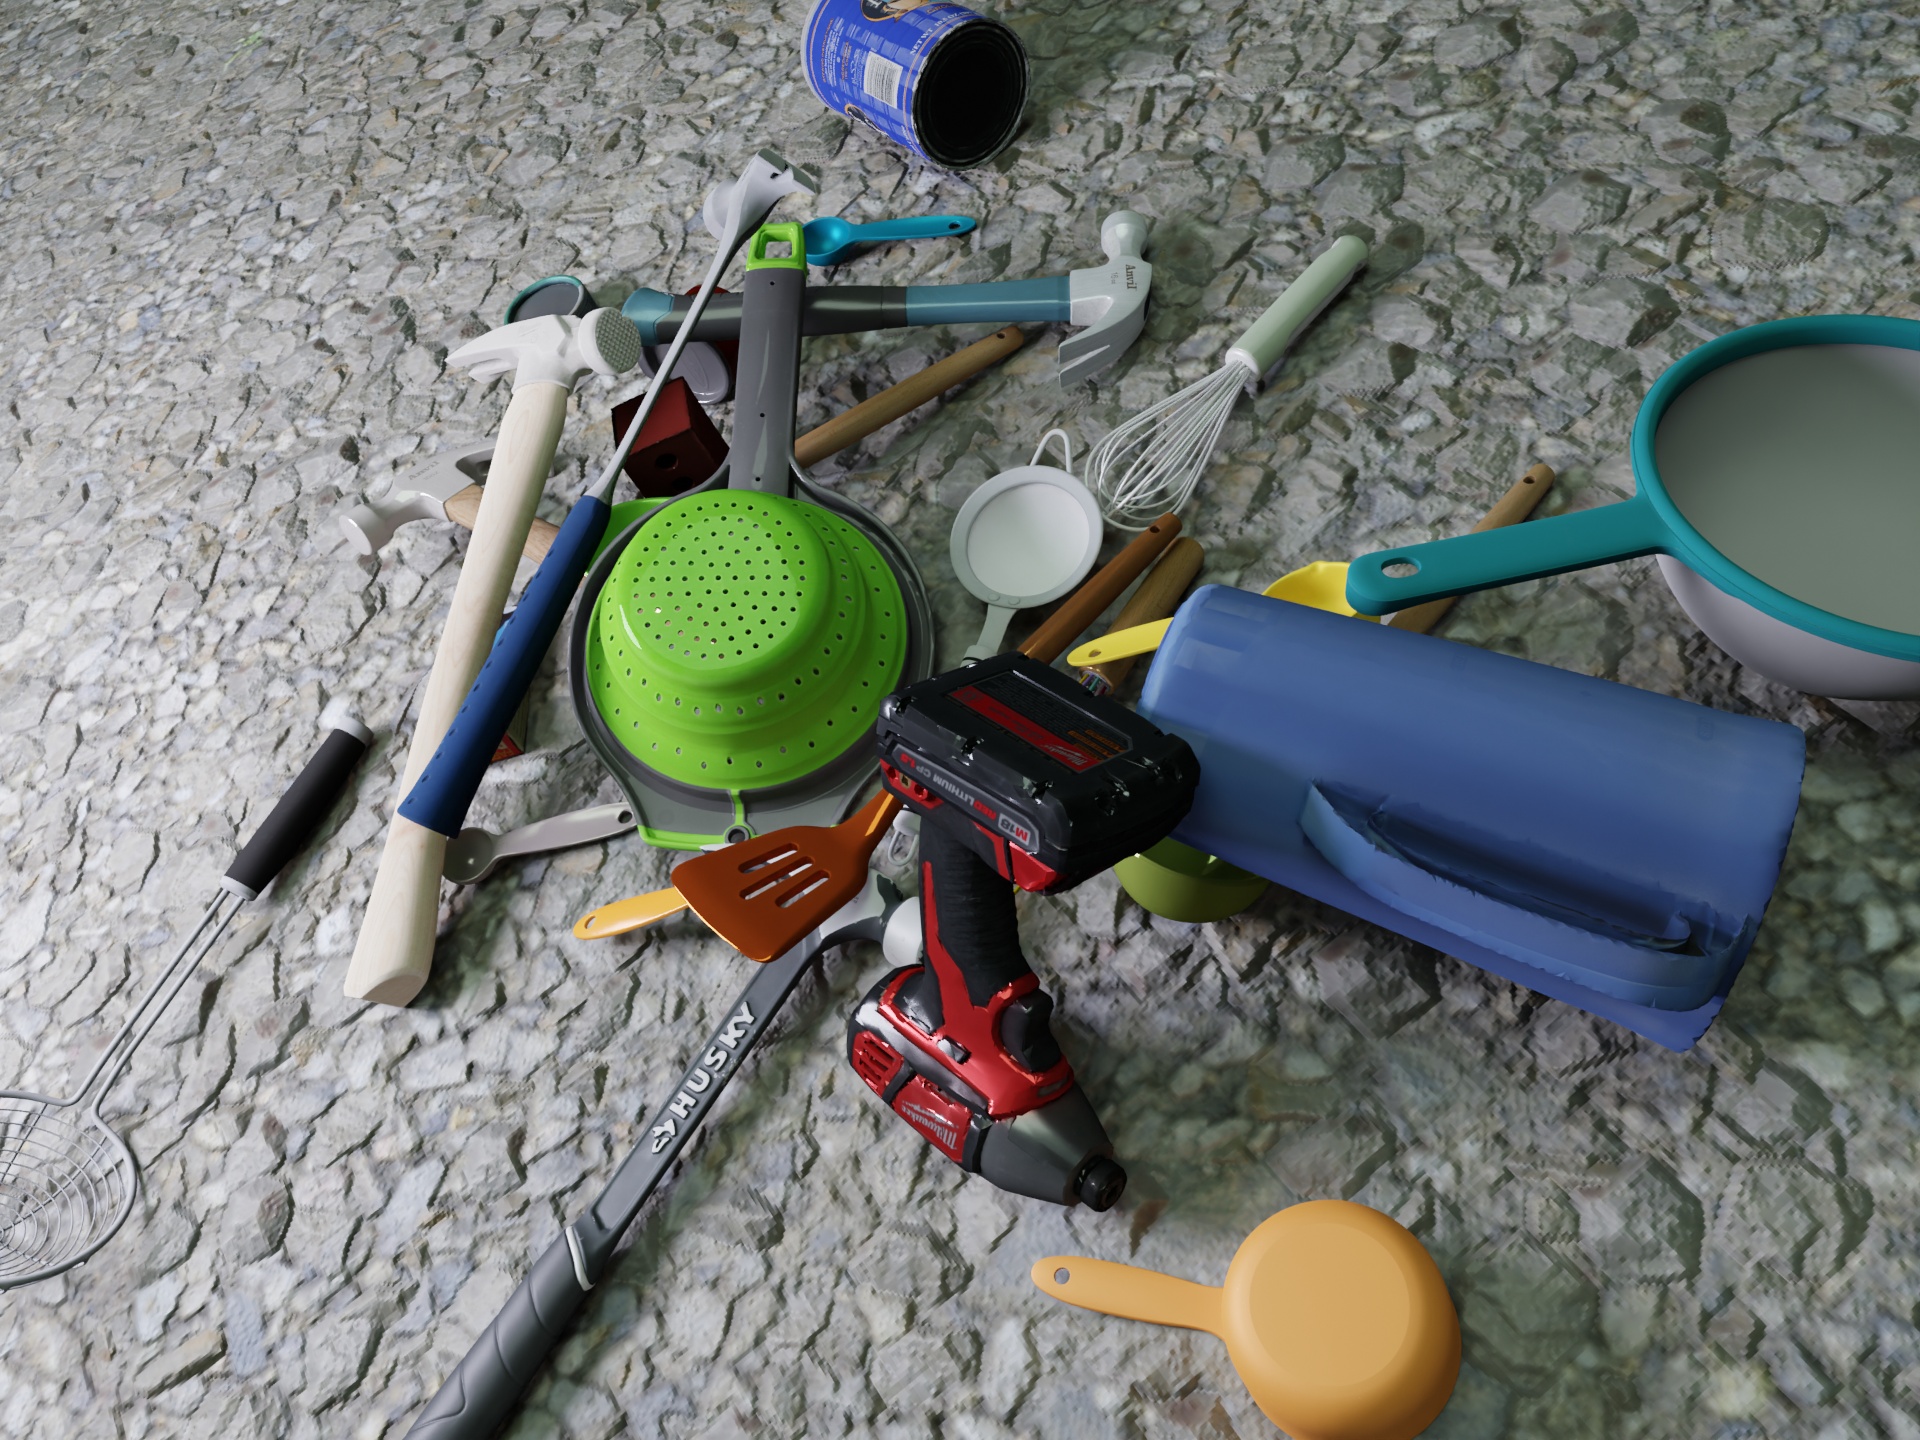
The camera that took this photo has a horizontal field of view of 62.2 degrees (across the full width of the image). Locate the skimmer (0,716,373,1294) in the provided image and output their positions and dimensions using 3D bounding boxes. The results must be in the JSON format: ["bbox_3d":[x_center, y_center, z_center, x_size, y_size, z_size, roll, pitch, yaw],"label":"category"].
[{"bbox_3d":[-0.440,0.136,0.876,0.127,0.090,0.363,28,63,0],"label":"skimmer"}]

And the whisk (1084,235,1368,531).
[{"bbox_3d":[0.157,-0.197,0.908,0.059,0.057,0.246,42,73,2],"label":"whisk"}]

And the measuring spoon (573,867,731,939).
[{"bbox_3d":[-0.160,0.093,0.808,0.117,0.011,0.021,-19,42,34],"label":"measuring spoon"}]

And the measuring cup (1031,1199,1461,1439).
[{"bbox_3d":[0.104,0.226,0.621,0.174,0.052,0.095,4,58,21],"label":"measuring cup"}]

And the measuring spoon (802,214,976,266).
[{"bbox_3d":[-0.051,-0.332,1.102,0.128,0.021,0.042,-2,55,9],"label":"measuring spoon"}]

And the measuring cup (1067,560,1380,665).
[{"bbox_3d":[0.128,-0.038,0.776,0.156,0.029,0.062,-12,34,26],"label":"measuring cup"}]

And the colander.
[{"bbox_3d":[-0.117,-0.130,0.869,0.204,0.094,0.397,0,69,4],"label":"colander"}]

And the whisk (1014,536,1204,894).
[{"bbox_3d":[0.060,-0.001,0.812,0.047,0.051,0.245,31,66,13],"label":"whisk"}]

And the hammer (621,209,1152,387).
[{"bbox_3d":[-0.047,-0.258,0.990,0.331,0.033,0.128,-2,55,4],"label":"hammer"}]

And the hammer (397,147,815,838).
[{"bbox_3d":[-0.188,-0.126,0.846,0.405,0.035,0.144,-64,22,-7],"label":"hammer"}]

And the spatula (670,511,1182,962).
[{"bbox_3d":[-0.001,-0.003,0.799,0.322,0.041,0.081,-44,53,-14],"label":"spatula"}]

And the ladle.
[{"bbox_3d":[0.190,-0.025,0.764,0.078,0.062,0.320,32,70,37],"label":"ladle"}]

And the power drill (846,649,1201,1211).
[{"bbox_3d":[0.022,0.096,0.654,0.078,0.219,0.143,-21,40,-40],"label":"power drill"}]

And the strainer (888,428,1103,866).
[{"bbox_3d":[0.013,-0.038,0.852,0.087,0.050,0.258,14,68,23],"label":"strainer"}]

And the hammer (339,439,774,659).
[{"bbox_3d":[-0.233,-0.100,0.984,0.331,0.031,0.130,26,53,29],"label":"hammer"}]

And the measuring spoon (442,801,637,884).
[{"bbox_3d":[-0.231,0.068,0.893,0.124,0.018,0.034,-14,58,4],"label":"measuring spoon"}]

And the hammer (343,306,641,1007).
[{"bbox_3d":[-0.289,-0.043,0.916,0.146,0.038,0.411,-1,71,36],"label":"hammer"}]

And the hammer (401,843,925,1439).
[{"bbox_3d":[-0.168,0.229,0.739,0.149,0.036,0.409,23,68,34],"label":"hammer"}]

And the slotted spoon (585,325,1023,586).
[{"bbox_3d":[-0.090,-0.162,0.963,0.314,0.031,0.070,-32,62,-15],"label":"slotted spoon"}]

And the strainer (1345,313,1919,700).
[{"bbox_3d":[0.329,-0.064,0.685,0.340,0.095,0.211,-11,50,-2],"label":"strainer"}]
